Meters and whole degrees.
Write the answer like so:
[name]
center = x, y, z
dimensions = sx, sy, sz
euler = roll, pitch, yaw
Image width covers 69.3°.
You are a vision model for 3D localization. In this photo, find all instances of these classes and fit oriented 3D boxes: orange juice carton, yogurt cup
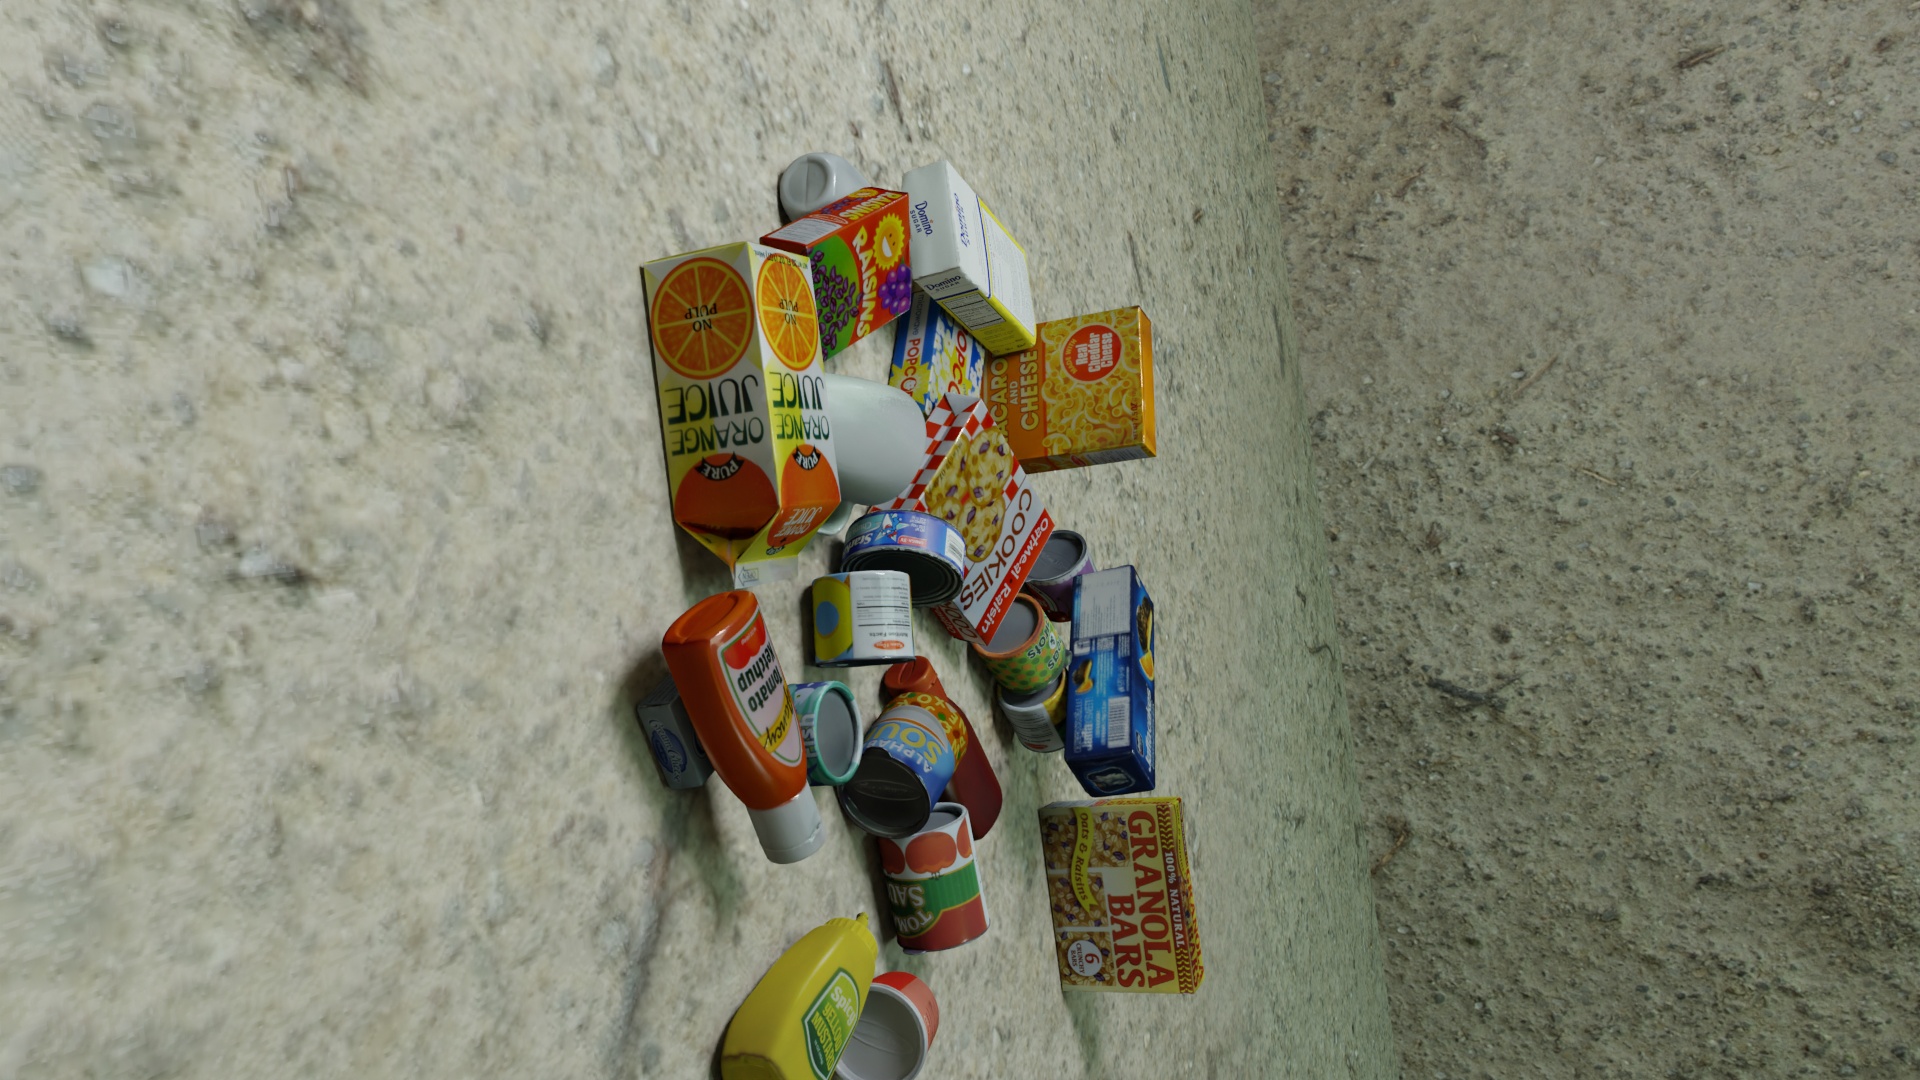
[orange juice carton]
center = -0.124, -0.070, 0.809
dimensions = 0.072, 0.073, 0.192
euler = -7, 90, -67
[yogurt cup]
center = -0.047, 0.308, 0.882
dimensions = 0.054, 0.072, 0.072
euler = 4, 80, -75

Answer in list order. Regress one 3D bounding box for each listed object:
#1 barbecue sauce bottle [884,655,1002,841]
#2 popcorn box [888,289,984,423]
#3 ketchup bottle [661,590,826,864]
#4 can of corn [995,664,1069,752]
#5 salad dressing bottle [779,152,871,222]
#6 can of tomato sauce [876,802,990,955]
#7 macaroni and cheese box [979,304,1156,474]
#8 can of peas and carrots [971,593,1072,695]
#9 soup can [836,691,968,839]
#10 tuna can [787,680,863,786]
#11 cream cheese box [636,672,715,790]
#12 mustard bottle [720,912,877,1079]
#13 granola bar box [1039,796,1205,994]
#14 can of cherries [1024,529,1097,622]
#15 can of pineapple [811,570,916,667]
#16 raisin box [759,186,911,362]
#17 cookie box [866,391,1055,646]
[barbecue sauce bottle]
center = -0.013, 0.152, 1.030
dimensions = 0.065, 0.043, 0.148
euler = -67, 141, -50
[popcorn box]
center = -0.019, -0.127, 1.107
dimensions = 0.085, 0.038, 0.127
euler = 51, 38, -50
[ketchup bottle]
center = -0.113, 0.105, 0.753
dimensions = 0.065, 0.043, 0.148
euler = -54, 131, -58
[can of corn]
center = 0.070, 0.137, 1.195
dimensions = 0.071, 0.071, 0.058
euler = -74, 147, -43
[salad dressing bottle]
center = -0.076, -0.230, 1.006
dimensions = 0.147, 0.044, 0.064
euler = 23, 66, -65
[can of tomato sauce]
center = -0.021, 0.232, 0.961
dimensions = 0.071, 0.071, 0.083
euler = -25, 106, -66
[macaroni and cheese box]
center = 0.078, -0.121, 1.166
dimensions = 0.040, 0.166, 0.124
euler = 35, 52, -61
[can of peas and carrots]
center = 0.050, 0.086, 1.159
dimensions = 0.058, 0.071, 0.071
euler = 57, 34, -44
[soup can]
center = -0.038, 0.149, 0.943
dimensions = 0.084, 0.071, 0.071
euler = -53, 131, -59
[tuna can]
center = -0.091, 0.122, 0.873
dimensions = 0.071, 0.033, 0.071
euler = -9, 91, -67
[cream cheese box]
center = -0.140, 0.089, 0.784
dimensions = 0.104, 0.024, 0.053
euler = -53, 130, -58
[mustard bottle]
center = -0.085, 0.268, 0.822
dimensions = 0.161, 0.049, 0.065
euler = -51, 131, -59
[granola bar box]
center = 0.143, 0.314, 1.235
dimensions = 0.039, 0.124, 0.165
euler = -6, 89, -66
[can of cherries]
center = 0.091, 0.034, 1.279
dimensions = 0.072, 0.071, 0.058
euler = -73, 147, -44
[can of pineapple]
center = -0.065, 0.053, 0.917
dimensions = 0.071, 0.071, 0.058
euler = 16, 68, -65
[raisin box]
center = -0.080, -0.178, 0.925
dimensions = 0.124, 0.040, 0.085
euler = -43, 141, -49
[cookie box]
center = 0.004, -0.013, 1.074
dimensions = 0.123, 0.040, 0.167
euler = -59, 142, -22
